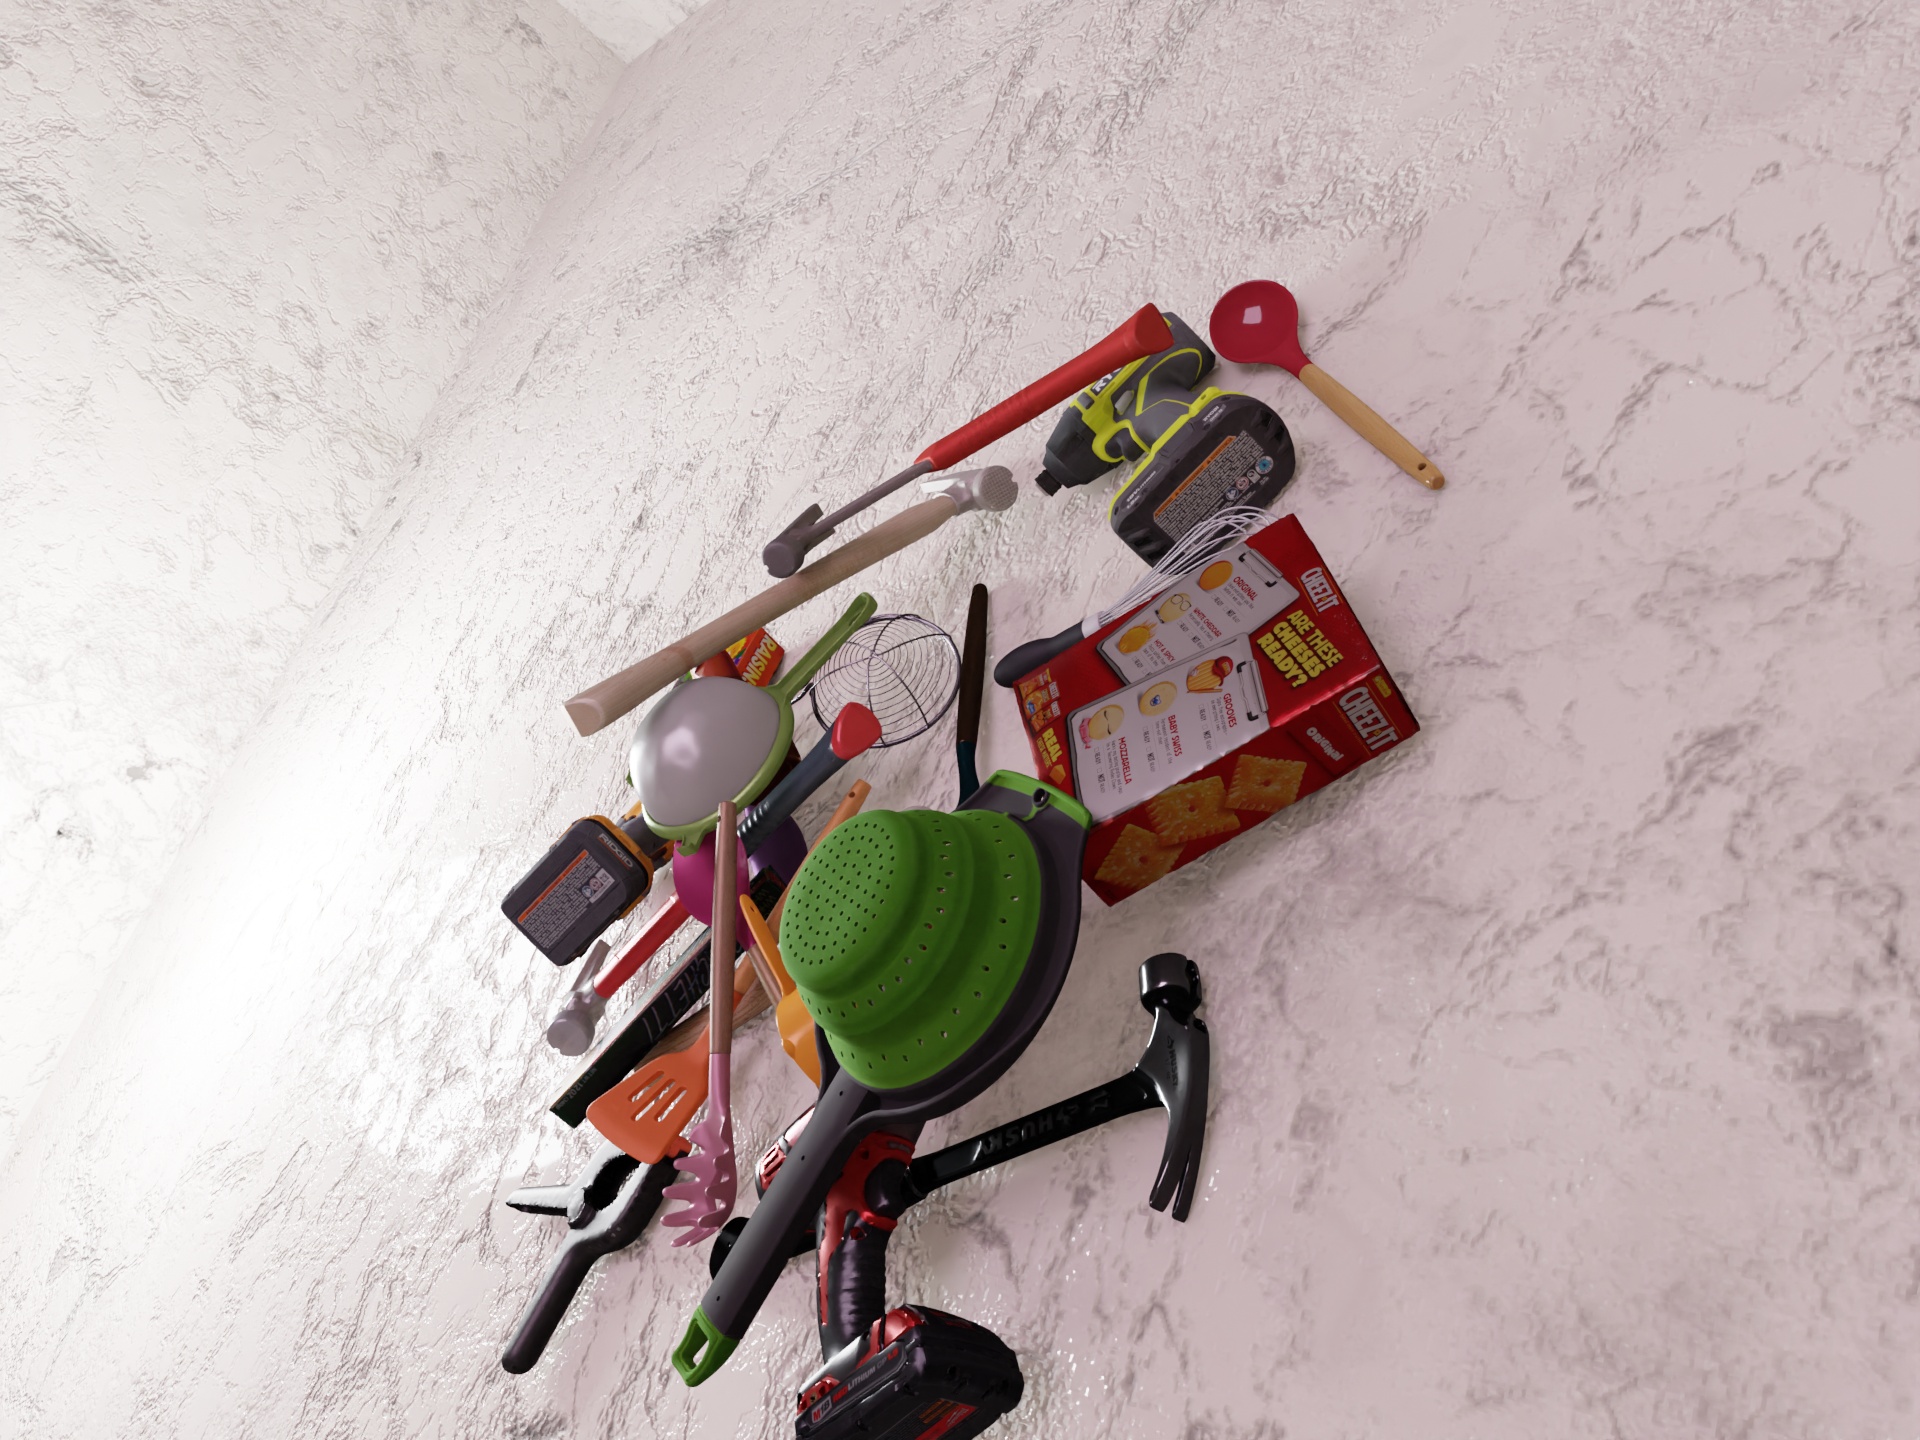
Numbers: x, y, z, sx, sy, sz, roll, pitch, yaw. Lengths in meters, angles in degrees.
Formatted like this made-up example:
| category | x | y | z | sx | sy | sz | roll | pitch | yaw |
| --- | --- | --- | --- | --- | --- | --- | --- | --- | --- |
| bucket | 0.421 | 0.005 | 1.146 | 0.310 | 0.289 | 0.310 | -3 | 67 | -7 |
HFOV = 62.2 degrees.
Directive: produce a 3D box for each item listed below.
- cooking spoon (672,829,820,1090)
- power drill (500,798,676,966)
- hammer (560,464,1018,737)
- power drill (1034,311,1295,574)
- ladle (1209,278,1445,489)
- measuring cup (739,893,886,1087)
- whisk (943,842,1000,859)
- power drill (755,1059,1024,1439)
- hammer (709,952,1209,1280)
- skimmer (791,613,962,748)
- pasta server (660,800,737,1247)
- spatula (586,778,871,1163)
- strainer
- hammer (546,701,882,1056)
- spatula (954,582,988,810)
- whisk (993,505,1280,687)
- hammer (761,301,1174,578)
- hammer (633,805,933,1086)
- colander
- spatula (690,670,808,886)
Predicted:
| category | x | y | z | sx | sy | sz | roll | pitch | yaw |
| --- | --- | --- | --- | --- | --- | --- | --- | --- | --- |
| cooking spoon | -0.138 | 0.186 | 1.156 | 0.069 | 0.017 | 0.319 | -44 | 52 | 9 |
| power drill | -0.305 | 0.128 | 1.377 | 0.185 | 0.084 | 0.226 | -43 | 2 | 22 |
| hammer | -0.146 | -0.103 | 1.314 | 0.410 | 0.038 | 0.146 | -32 | 16 | -21 |
| power drill | 0.144 | -0.205 | 1.196 | 0.171 | 0.080 | 0.223 | -45 | 30 | 12 |
| ladle | 0.258 | -0.237 | 1.124 | 0.069 | 0.031 | 0.316 | -43 | 36 | 13 |
| measuring cup | -0.097 | 0.177 | 1.096 | 0.052 | 0.095 | 0.174 | -40 | 64 | 15 |
| whisk | 0.084 | 0.066 | 1.056 | 0.245 | 0.047 | 0.051 | -20 | 44 | 34 |
| power drill | -0.046 | 0.304 | 0.915 | 0.143 | 0.078 | 0.220 | -44 | 38 | 20 |
| hammer | -0.014 | 0.283 | 0.983 | 0.409 | 0.036 | 0.149 | -32 | 40 | 31 |
| skimmer | -0.137 | 0.003 | 1.397 | 0.363 | 0.090 | 0.127 | -27 | 44 | 50 |
| pasta server | -0.178 | 0.212 | 1.143 | 0.060 | 0.040 | 0.316 | -20 | 65 | 48 |
| spatula | -0.160 | 0.179 | 1.195 | 0.081 | 0.041 | 0.323 | 25 | 78 | 35 |
| strainer | -0.173 | -0.022 | 1.259 | 0.256 | 0.069 | 0.152 | -46 | 36 | -4 |
| hammer | -0.199 | 0.117 | 1.301 | 0.386 | 0.038 | 0.143 | -45 | 13 | 20 |
| spatula | -0.002 | -0.004 | 1.205 | 0.082 | 0.044 | 0.318 | -44 | 27 | 37 |
| whisk | 0.123 | -0.076 | 1.126 | 0.284 | 0.070 | 0.070 | -26 | 42 | 43 |
| hammer | 0.005 | -0.222 | 1.256 | 0.359 | 0.036 | 0.149 | -28 | 13 | 21 |
| hammer | -0.136 | 0.197 | 1.216 | 0.331 | 0.031 | 0.130 | -36 | 36 | 26 |
| colander | -0.078 | 0.187 | 0.904 | 0.397 | 0.094 | 0.205 | -59 | 33 | -6 |
| spatula | -0.191 | 0.038 | 1.376 | 0.059 | 0.018 | 0.316 | -44 | 50 | 18 |
